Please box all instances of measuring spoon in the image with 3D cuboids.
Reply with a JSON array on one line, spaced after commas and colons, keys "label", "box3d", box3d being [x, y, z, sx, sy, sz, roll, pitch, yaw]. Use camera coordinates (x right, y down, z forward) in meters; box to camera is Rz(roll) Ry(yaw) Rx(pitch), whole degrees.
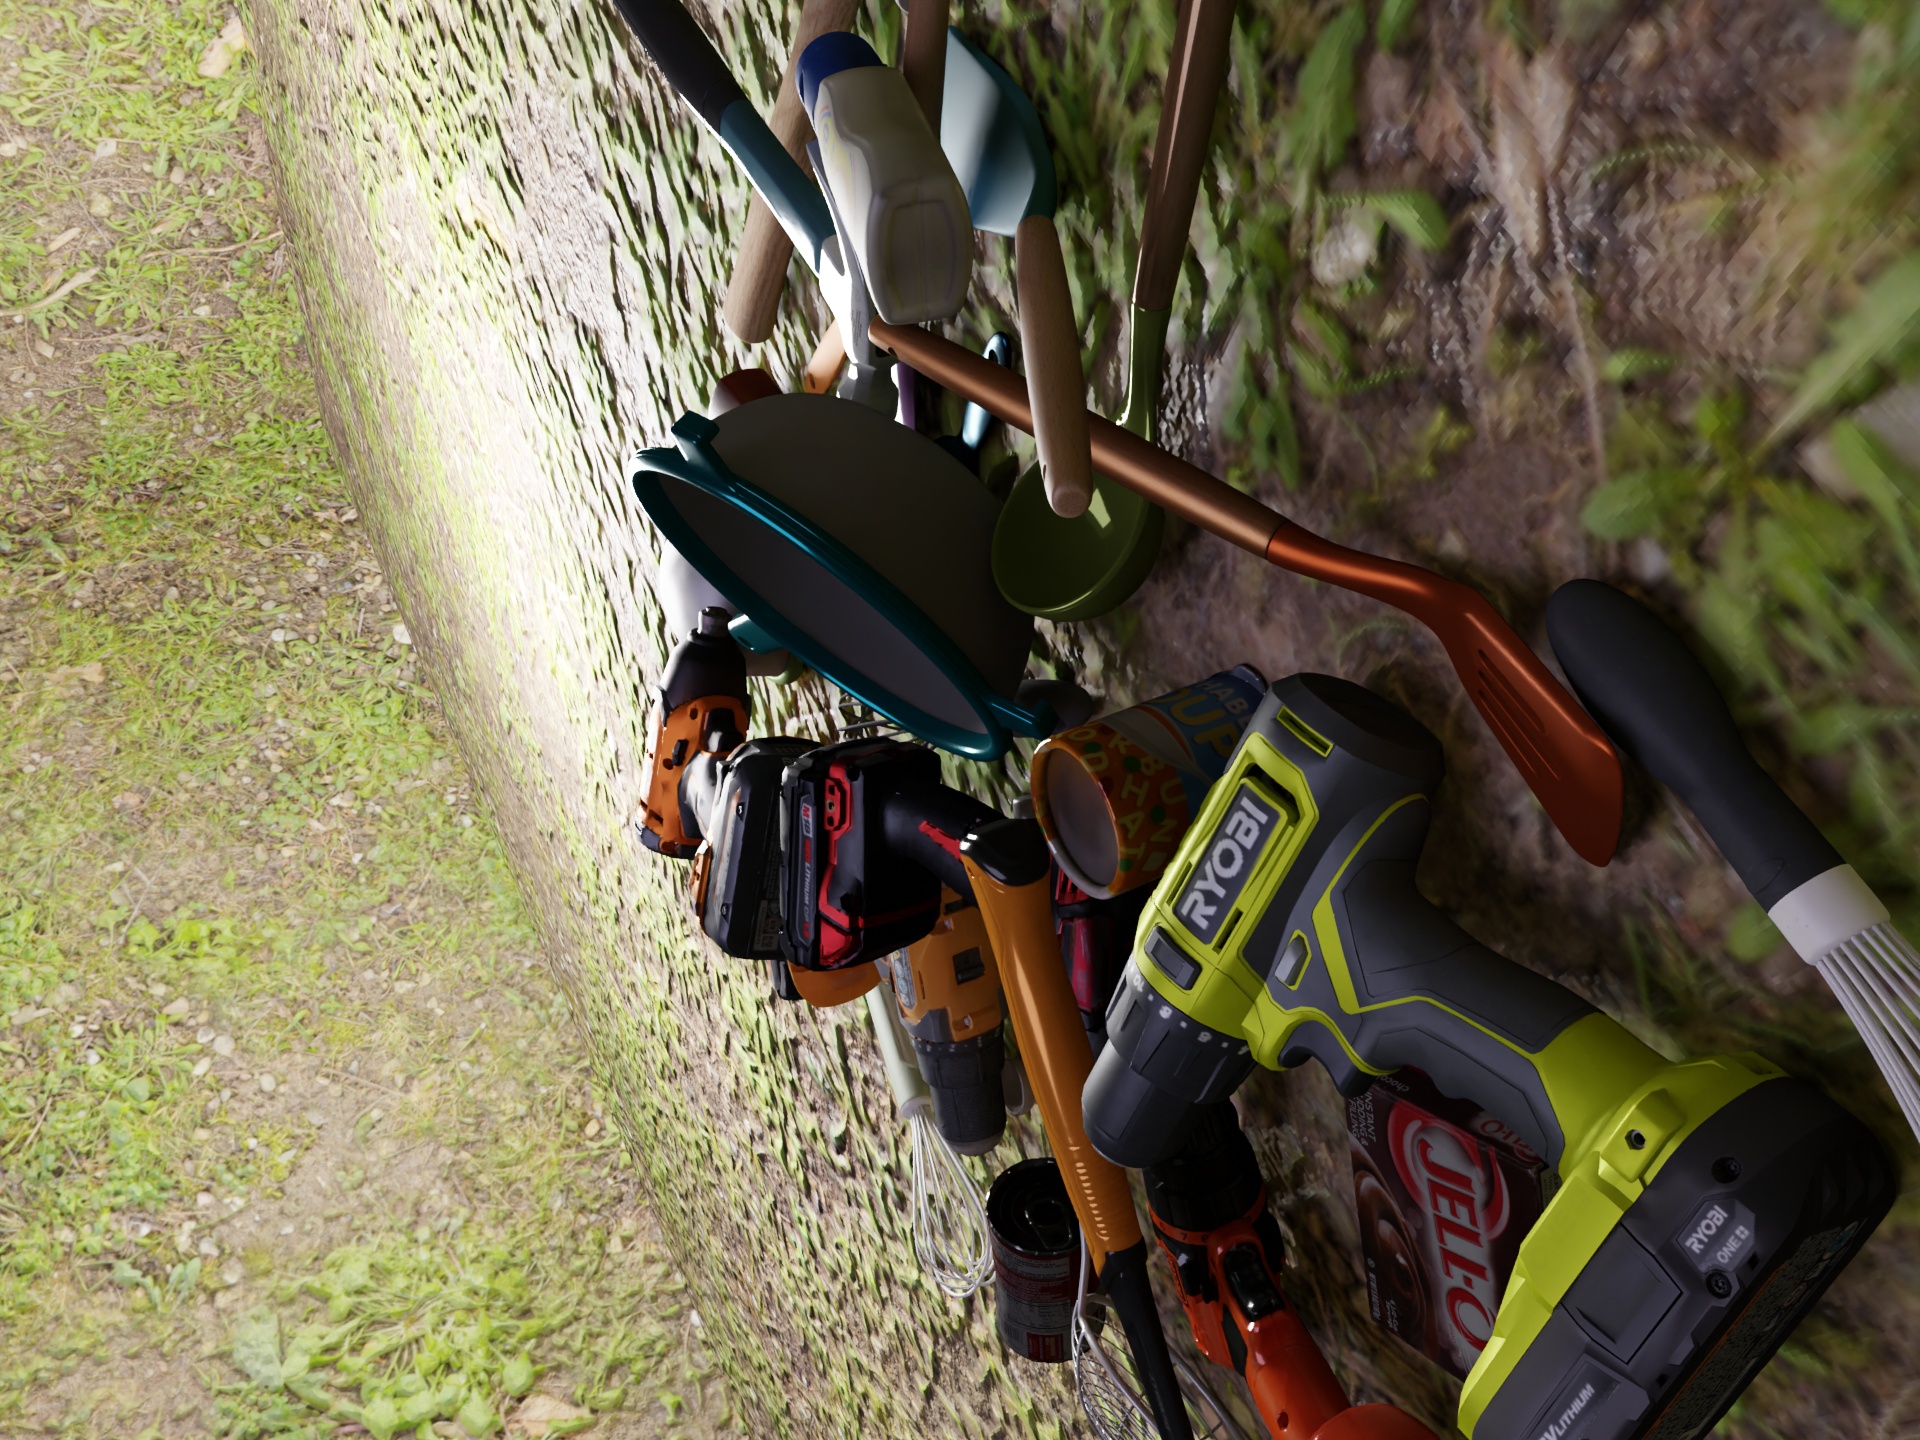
[{"label": "measuring spoon", "box3d": [0.019, 0.200, 0.975, 0.124, 0.018, 0.034, -139, 48, -60]}, {"label": "measuring spoon", "box3d": [-0.001, -0.135, 0.738, 0.042, 0.021, 0.128, 62, 157, 18]}, {"label": "measuring spoon", "box3d": [-0.070, -0.201, 0.851, 0.021, 0.011, 0.117, 67, 156, 7]}]

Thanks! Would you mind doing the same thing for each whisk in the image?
[{"label": "whisk", "box3d": [0.227, 0.072, 0.374, 0.285, 0.070, 0.070, 62, 156, 28]}, {"label": "whisk", "box3d": [-0.024, 0.256, 1.023, 0.059, 0.057, 0.247, -54, 37, 28]}, {"label": "whisk", "box3d": [-0.001, -0.001, 0.821, 0.239, 0.055, 0.055, -4, 105, 61]}]

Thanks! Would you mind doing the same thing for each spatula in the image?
[{"label": "spatula", "box3d": [0.080, -0.063, 0.524, 0.323, 0.041, 0.081, 34, 168, 29]}, {"label": "spatula", "box3d": [-0.022, -0.211, 0.712, 0.315, 0.018, 0.060, 99, 157, -54]}, {"label": "spatula", "box3d": [0.017, -0.159, 0.561, 0.318, 0.044, 0.082, -92, 3, -51]}]

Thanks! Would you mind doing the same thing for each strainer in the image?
[{"label": "strainer", "box3d": [-0.184, -0.076, 1.124, 0.151, 0.069, 0.256, 68, 155, 5]}, {"label": "strainer", "box3d": [-0.057, -0.079, 0.781, 0.211, 0.095, 0.340, 39, 170, -12]}]

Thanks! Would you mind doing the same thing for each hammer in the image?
[{"label": "hammer", "box3d": [-0.080, -0.294, 0.776, 0.130, 0.031, 0.331, 64, 156, 13]}, {"label": "hammer", "box3d": [0.059, 0.203, 0.665, 0.127, 0.034, 0.337, 0, 107, 70]}, {"label": "hammer", "box3d": [-0.114, -0.293, 0.764, 0.331, 0.033, 0.128, 56, 155, 24]}]

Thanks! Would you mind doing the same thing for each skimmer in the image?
[{"label": "skimmer", "box3d": [0.088, 0.214, 0.801, 0.127, 0.090, 0.363, -59, -38, -87]}]

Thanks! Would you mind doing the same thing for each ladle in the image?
[{"label": "ladle", "box3d": [0.059, -0.167, 0.545, 0.078, 0.062, 0.319, -117, 25, -42]}]

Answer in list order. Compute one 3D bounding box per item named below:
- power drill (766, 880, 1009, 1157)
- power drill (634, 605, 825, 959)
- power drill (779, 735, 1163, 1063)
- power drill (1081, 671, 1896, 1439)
[{"label": "power drill", "box3d": [-0.045, 0.155, 0.985, 0.226, 0.084, 0.185, 10, 113, 59]}, {"label": "power drill", "box3d": [-0.135, 0.032, 0.959, 0.227, 0.084, 0.164, 36, 119, 58]}, {"label": "power drill", "box3d": [0.012, 0.091, 0.752, 0.220, 0.078, 0.143, 15, 109, 43]}, {"label": "power drill", "box3d": [0.138, 0.119, 0.499, 0.229, 0.080, 0.190, 45, 118, 42]}]
